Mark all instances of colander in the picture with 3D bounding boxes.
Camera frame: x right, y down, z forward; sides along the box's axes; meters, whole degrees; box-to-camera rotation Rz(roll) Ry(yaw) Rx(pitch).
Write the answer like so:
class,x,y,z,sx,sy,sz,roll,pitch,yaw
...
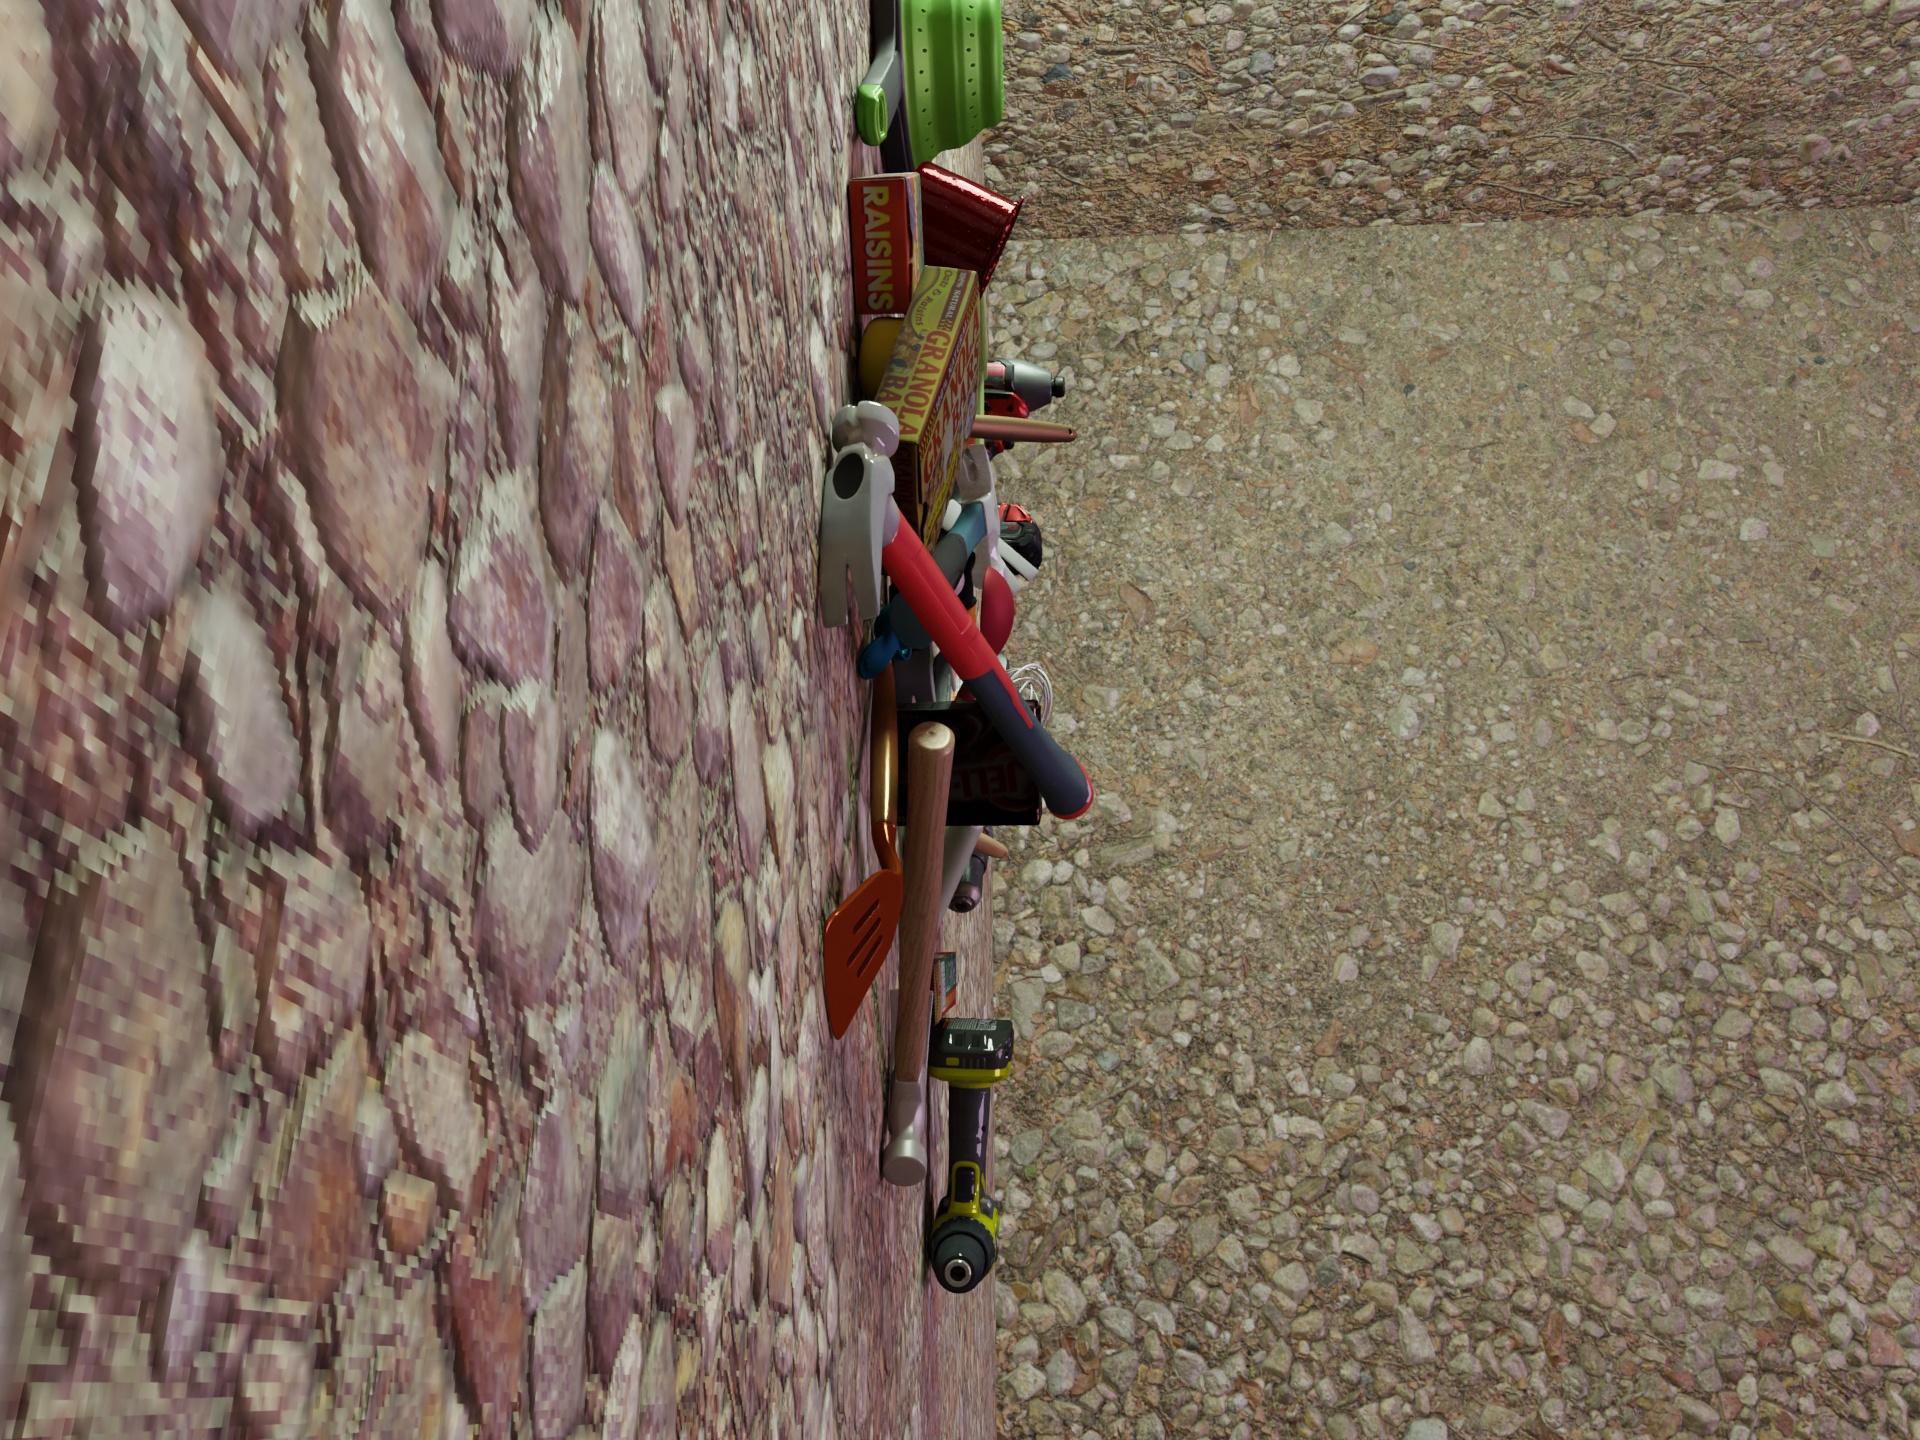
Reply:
class,x,y,z,sx,sy,sz,roll,pitch,yaw
colander,-0.016,-0.486,1.190,0.397,0.094,0.204,-86,174,-59

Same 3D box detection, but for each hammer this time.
class,x,y,z,sx,sy,sz,roll,pitch,yaw
hammer,0.007,-0.101,1.565,0.034,0.127,0.336,-45,166,-17
hammer,-0.030,-0.081,1.344,0.335,0.035,0.146,-70,158,-82
hammer,0.010,-0.022,0.998,0.385,0.038,0.143,54,31,-52
hammer,-0.028,0.143,1.035,0.130,0.031,0.331,-90,-176,-56
hammer,-0.006,-0.121,1.181,0.331,0.033,0.128,-66,150,-68

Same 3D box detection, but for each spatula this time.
class,x,y,z,sx,sy,sz,roll,pitch,yaw
spatula,0.017,-0.227,1.219,0.317,0.044,0.082,-12,91,-56
spatula,-0.055,0.052,0.957,0.323,0.041,0.081,-94,-179,-57

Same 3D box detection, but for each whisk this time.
class,x,y,z,sx,sy,sz,roll,pitch,yaw
whisk,0.010,0.070,1.225,0.059,0.058,0.246,13,103,-57

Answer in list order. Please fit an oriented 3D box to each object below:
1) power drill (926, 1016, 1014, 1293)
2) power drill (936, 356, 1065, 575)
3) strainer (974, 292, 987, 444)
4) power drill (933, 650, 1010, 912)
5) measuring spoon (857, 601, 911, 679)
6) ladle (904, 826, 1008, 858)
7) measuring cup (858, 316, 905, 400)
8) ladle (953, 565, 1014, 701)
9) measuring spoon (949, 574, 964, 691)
class,x,y,z,sx,sy,sz,roll,pitch,yaw
power drill,0.005,0.391,1.434,0.190,0.080,0.228,57,35,-85
power drill,0.032,-0.260,1.591,0.078,0.143,0.220,69,22,-74
strainer,-0.009,-0.346,1.511,0.151,0.069,0.256,78,12,-86
power drill,0.005,0.063,1.575,0.226,0.084,0.186,92,2,-48
measuring spoon,-0.057,-0.048,1.053,0.129,0.021,0.042,-55,135,-69
ladle,0.014,0.110,1.404,0.078,0.062,0.320,-53,164,0
measuring cup,-0.059,-0.189,1.031,0.062,0.029,0.156,71,29,-75
ladle,-0.002,-0.004,1.245,0.315,0.031,0.069,110,-7,-51
measuring spoon,-0.003,-0.079,1.340,0.034,0.018,0.124,-88,175,-59
